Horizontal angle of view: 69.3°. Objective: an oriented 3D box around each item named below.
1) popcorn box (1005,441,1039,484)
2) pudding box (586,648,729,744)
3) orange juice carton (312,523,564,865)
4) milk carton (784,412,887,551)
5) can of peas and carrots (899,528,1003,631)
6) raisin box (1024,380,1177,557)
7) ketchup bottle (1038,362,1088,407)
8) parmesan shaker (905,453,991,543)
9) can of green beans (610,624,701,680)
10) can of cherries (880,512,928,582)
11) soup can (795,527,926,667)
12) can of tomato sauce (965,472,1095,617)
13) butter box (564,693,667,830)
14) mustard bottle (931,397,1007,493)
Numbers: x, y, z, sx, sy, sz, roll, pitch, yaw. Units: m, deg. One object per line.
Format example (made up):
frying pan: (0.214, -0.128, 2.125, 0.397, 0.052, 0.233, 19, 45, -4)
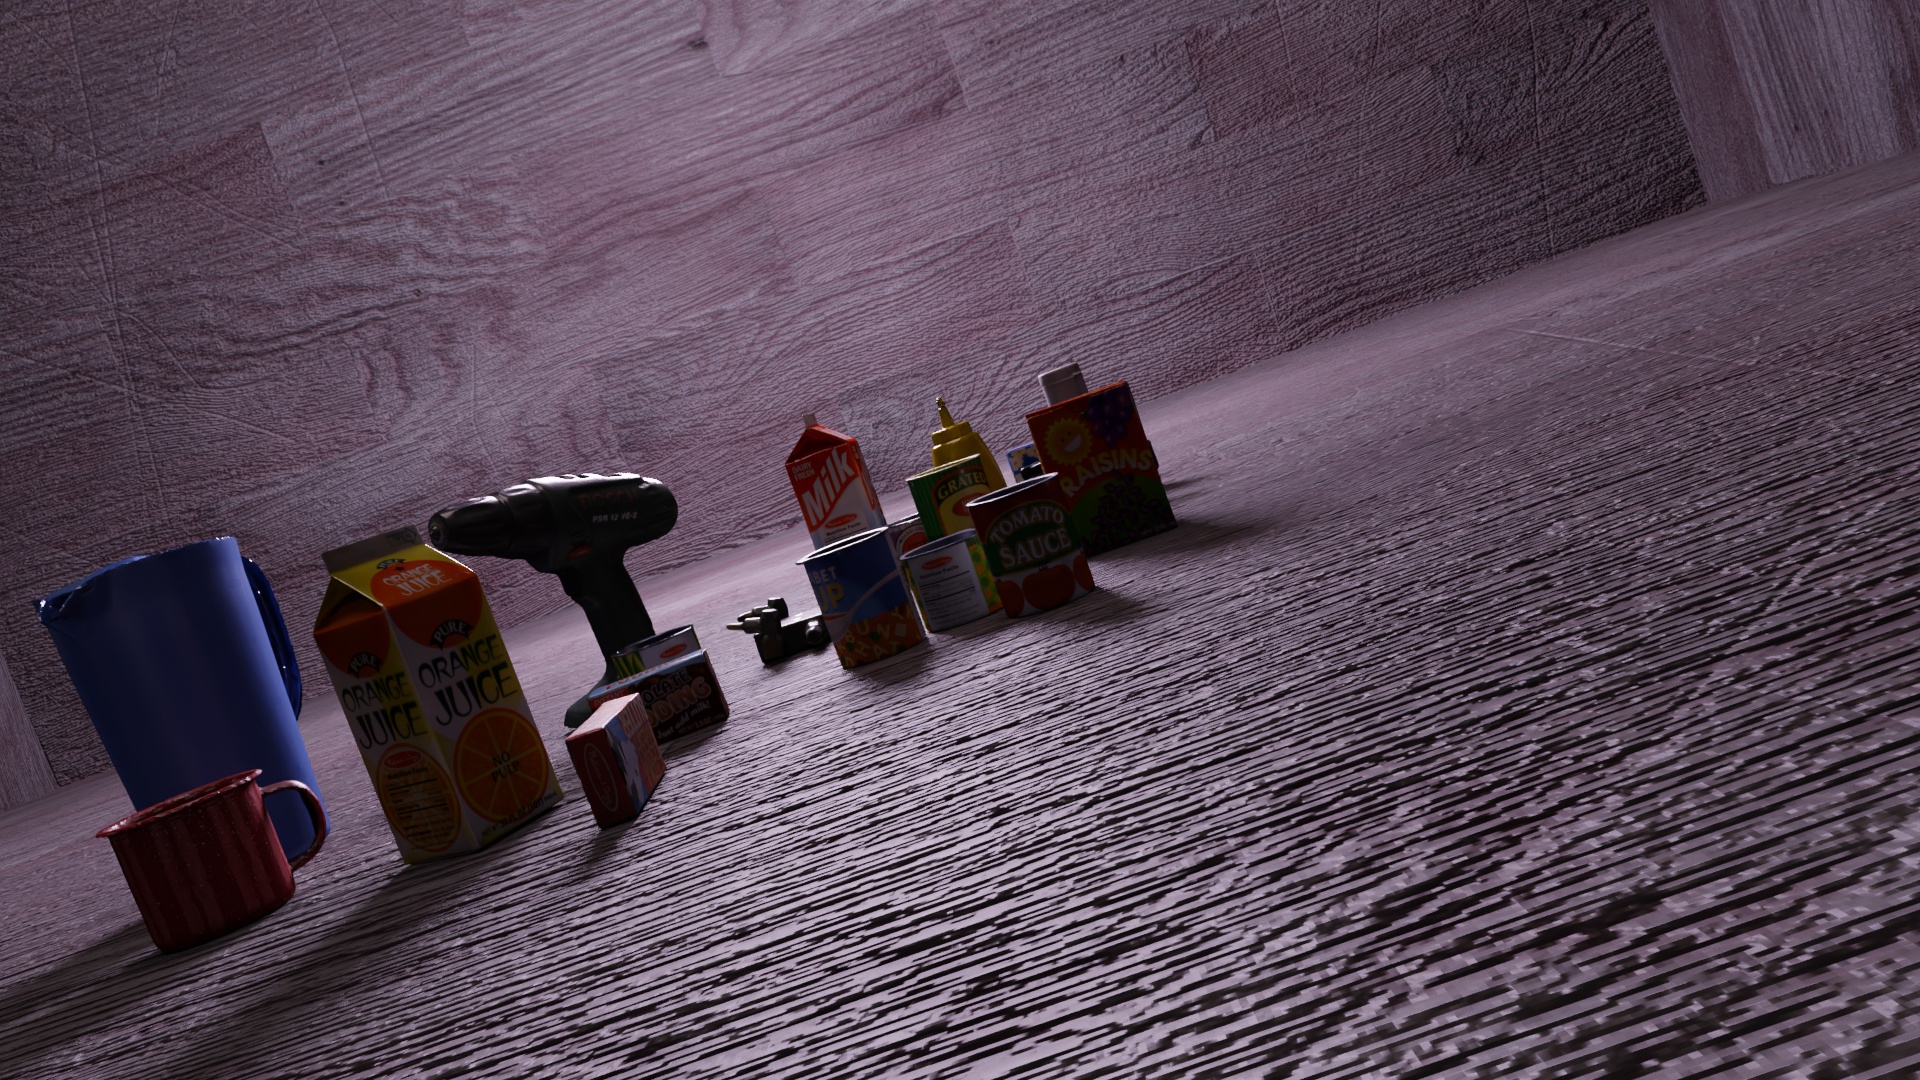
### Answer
popcorn box: (0.120, -0.073, 1.436, 0.127, 0.085, 0.038, -19, 5, 5)
pudding box: (-0.206, 0.112, 0.949, 0.084, 0.049, 0.030, -20, 5, -7)
orange juice carton: (-0.319, 0.088, 0.831, 0.073, 0.192, 0.072, -17, 6, 31)
milk carton: (-0.127, -0.043, 1.452, 0.073, 0.190, 0.072, -19, 5, 4)
can of peas and carrots: (-0.003, 0.028, 1.017, 0.071, 0.058, 0.071, -19, 5, 2)
raisin box: (0.111, -0.056, 1.103, 0.086, 0.123, 0.040, -19, 5, 5)
ketchup bottle: (0.109, -0.078, 1.193, 0.043, 0.148, 0.065, -15, 7, 44)
parmesan shaker: (0.004, -0.015, 1.176, 0.071, 0.103, 0.071, -19, 5, 2)
can of green beans: (-0.226, 0.103, 1.063, 0.071, 0.057, 0.071, -19, 5, 2)
can of cherries: (-0.040, 0.004, 1.375, 0.071, 0.058, 0.071, -19, 5, 2)
soup can: (-0.071, 0.041, 0.989, 0.071, 0.083, 0.071, -19, 5, 2)
can of tomato sauce: (0.049, 0.004, 0.948, 0.071, 0.083, 0.071, -19, 5, 2)
butter box: (-0.193, 0.122, 0.785, 0.024, 0.053, 0.103, -20, 5, -1)
mustard bottle: (0.007, -0.063, 1.345, 0.065, 0.160, 0.048, -23, 6, -31)
